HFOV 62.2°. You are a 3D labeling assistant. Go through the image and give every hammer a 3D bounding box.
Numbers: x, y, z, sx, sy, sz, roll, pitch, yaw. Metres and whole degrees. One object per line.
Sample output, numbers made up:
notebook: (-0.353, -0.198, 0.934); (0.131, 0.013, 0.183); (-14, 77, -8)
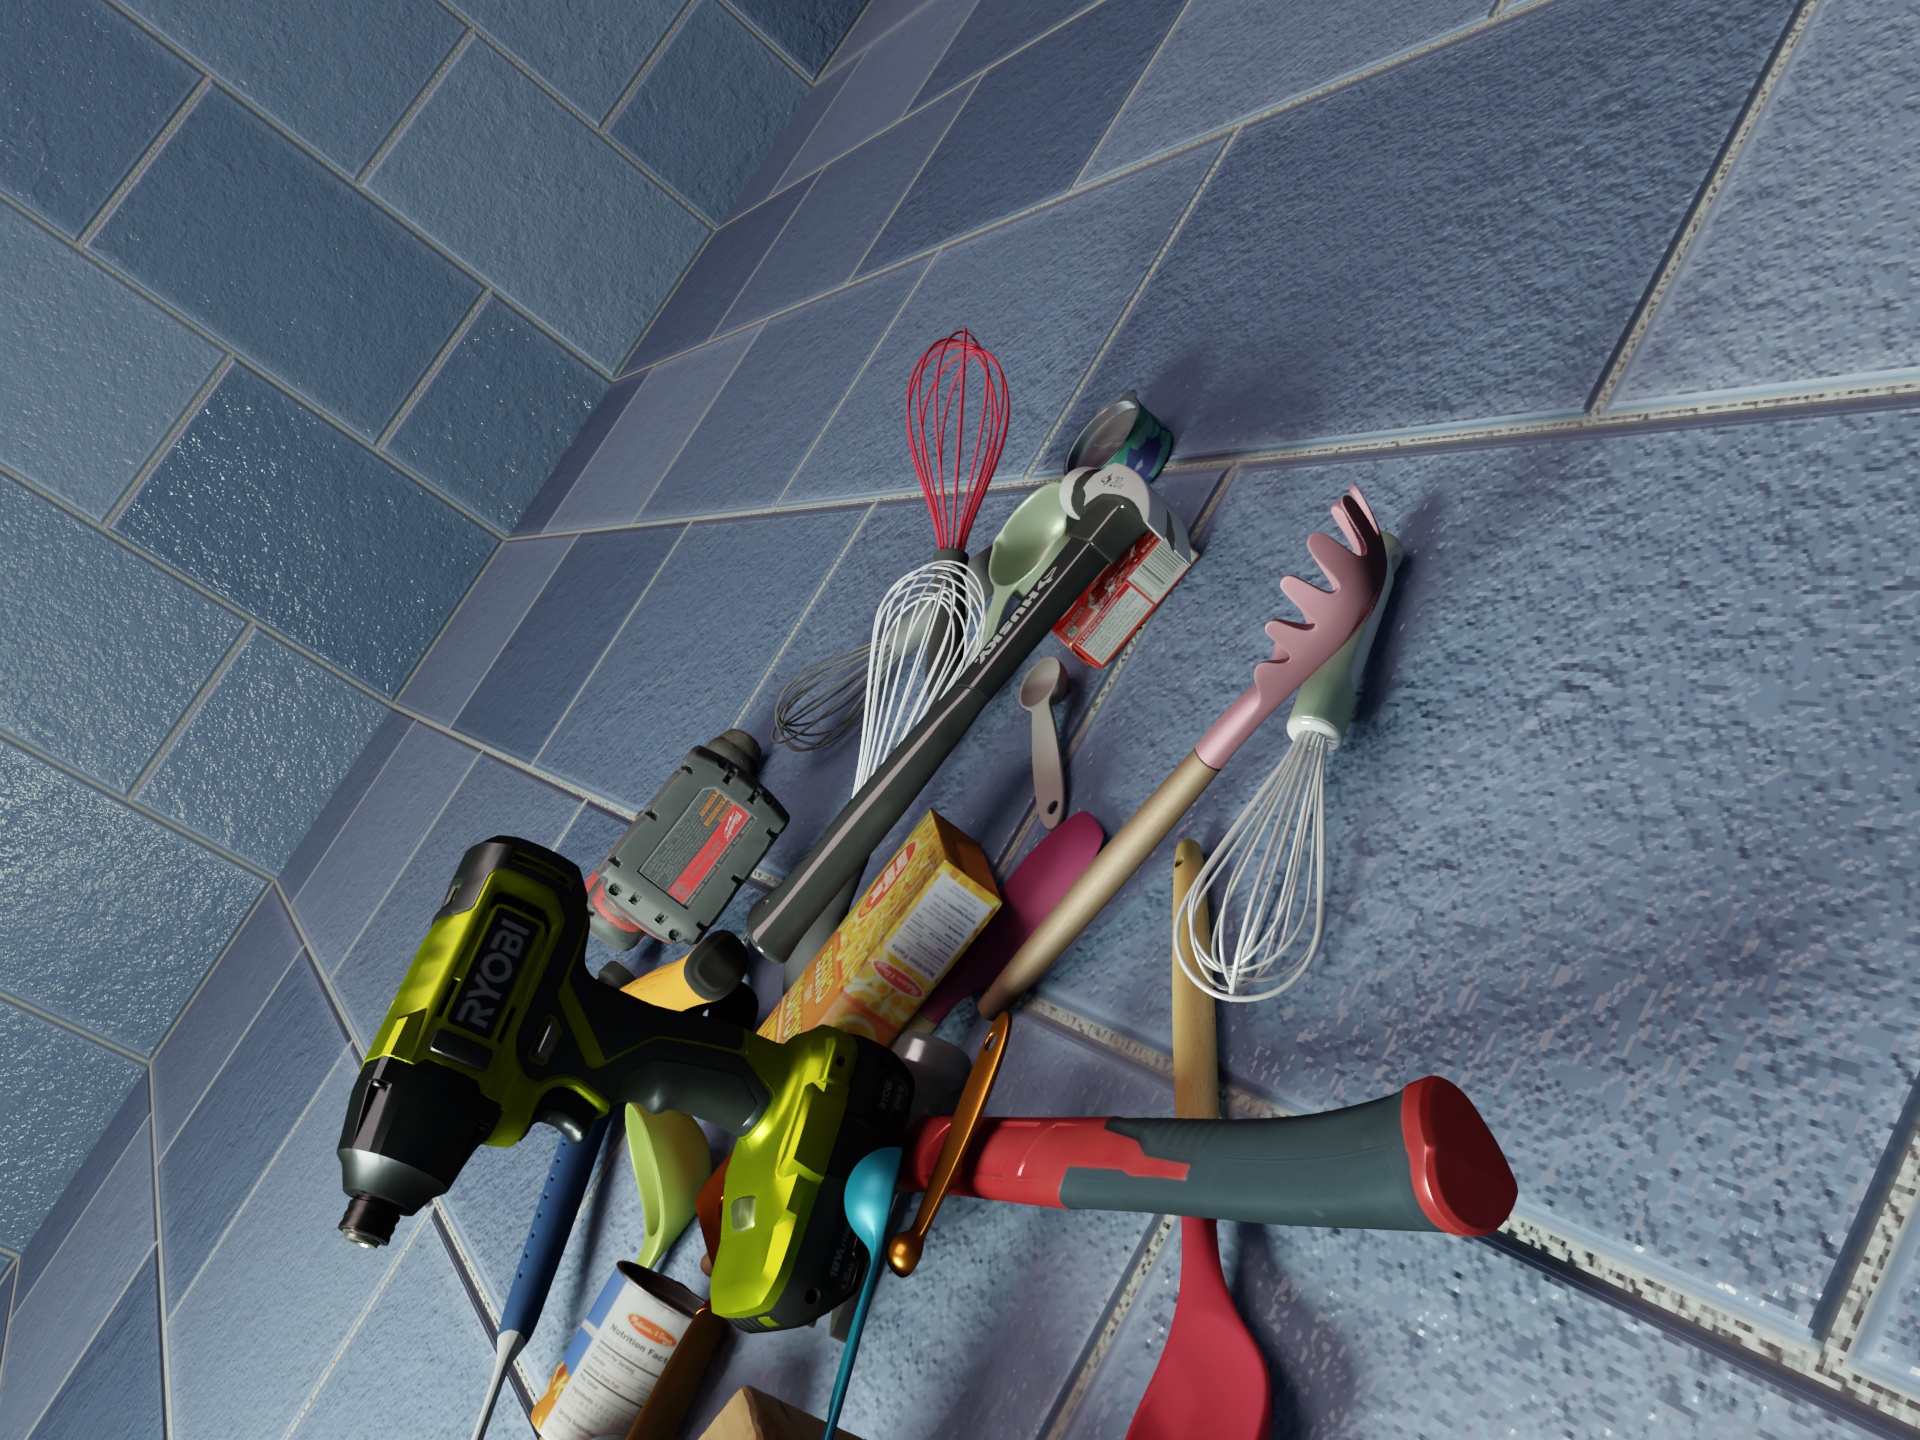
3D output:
hammer: (-0.211, 0.181, 0.991); (0.127, 0.034, 0.337); (-45, 7, -31)
hammer: (0.047, 0.182, 0.602); (0.386, 0.038, 0.143); (-24, 39, 59)
hammer: (-0.001, -0.003, 0.873); (0.335, 0.035, 0.146); (-50, 22, -1)
hammer: (-0.265, 0.372, 0.920); (0.406, 0.035, 0.144); (-80, 12, -51)

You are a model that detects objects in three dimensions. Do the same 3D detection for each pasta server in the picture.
pasta server: (0.088, 0.030, 0.708); (0.316, 0.040, 0.060); (-54, -5, 30)

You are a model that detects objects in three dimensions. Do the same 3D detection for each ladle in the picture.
ladle: (0.091, 0.163, 0.619); (0.069, 0.031, 0.316); (-39, 27, 33)
ladle: (-0.220, 0.362, 0.866); (0.320, 0.062, 0.078); (-66, 14, -19)

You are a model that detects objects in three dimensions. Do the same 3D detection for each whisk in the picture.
whisk: (-0.049, 0.038, 0.945); (0.070, 0.070, 0.284); (10, 79, 62)
whisk: (-0.043, -0.053, 1.093); (0.239, 0.055, 0.055); (-37, 30, 23)
whisk: (0.152, 0.013, 0.688); (0.059, 0.057, 0.246); (12, 60, 25)
whisk: (-0.005, -0.125, 1.035); (0.073, 0.073, 0.296); (-21, 60, 49)

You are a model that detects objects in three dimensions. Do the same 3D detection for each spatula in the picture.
spatula: (-0.128, 0.280, 0.716); (0.081, 0.041, 0.323); (-47, 3, 15)

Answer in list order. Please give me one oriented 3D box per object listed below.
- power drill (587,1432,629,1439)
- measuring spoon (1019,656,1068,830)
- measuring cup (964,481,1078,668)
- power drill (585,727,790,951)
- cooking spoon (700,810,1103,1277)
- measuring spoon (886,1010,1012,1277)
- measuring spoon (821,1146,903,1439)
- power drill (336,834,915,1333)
power drill: (-0.181, 0.443, 0.678); (0.185, 0.084, 0.226); (-34, 36, 38)
measuring spoon: (0.052, 0.014, 0.888); (0.034, 0.018, 0.124); (-38, 36, 32)
measuring cup: (0.039, -0.067, 0.985); (0.083, 0.038, 0.168); (1, 65, 60)
power drill: (-0.189, 0.075, 1.117); (0.188, 0.080, 0.227); (-54, 11, -17)
cooking spoon: (-0.033, 0.171, 0.826); (0.319, 0.017, 0.069); (-51, 23, 7)
measuring spoon: (-0.005, 0.174, 0.664); (0.021, 0.011, 0.117); (-11, 52, 65)
measuring spoon: (-0.047, 0.231, 0.643); (0.042, 0.021, 0.129); (100, -176, -49)
power drill: (-0.144, 0.172, 0.689); (0.080, 0.223, 0.171); (-35, 32, 51)
